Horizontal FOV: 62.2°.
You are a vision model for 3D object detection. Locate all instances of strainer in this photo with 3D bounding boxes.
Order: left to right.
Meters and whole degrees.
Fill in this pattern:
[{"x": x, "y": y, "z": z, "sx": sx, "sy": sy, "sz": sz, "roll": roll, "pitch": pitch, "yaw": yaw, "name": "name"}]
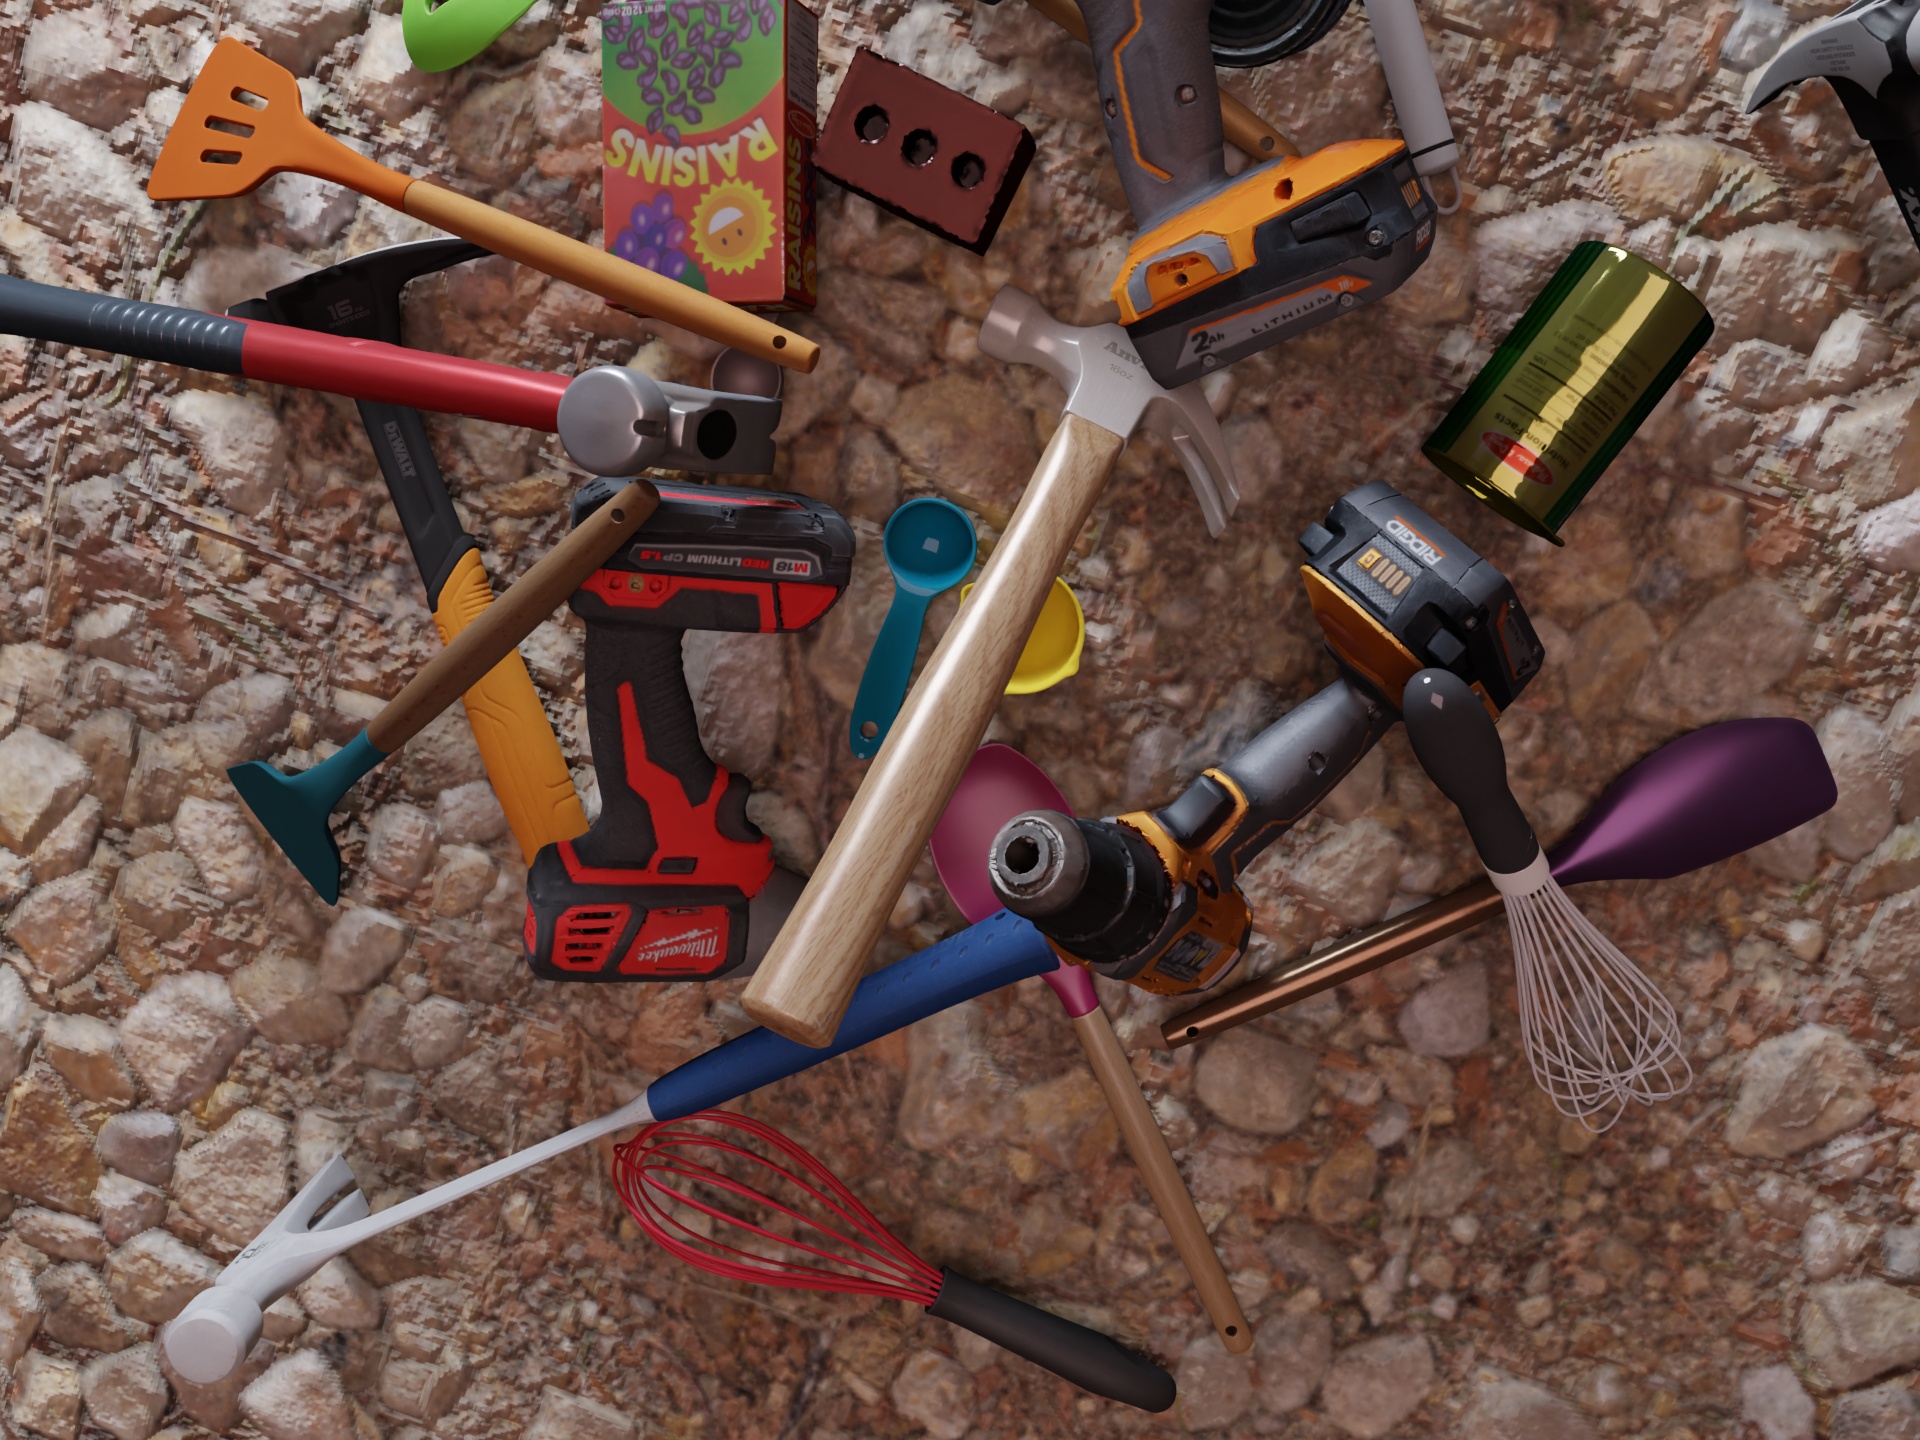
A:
[{"x": 0.163, "y": -0.332, "z": 0.641, "sx": 0.087, "sy": 0.050, "sz": 0.258, "roll": -22, "pitch": 101, "yaw": -6, "name": "strainer"}]

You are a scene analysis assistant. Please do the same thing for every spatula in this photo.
[{"x": -0.226, "y": -0.011, "z": 0.676, "sx": 0.317, "sy": 0.044, "sz": 0.082, "roll": -34, "pitch": 94, "yaw": 29, "name": "spatula"}, {"x": -0.204, "y": -0.208, "z": 0.668, "sx": 0.322, "sy": 0.041, "sz": 0.081, "roll": 24, "pitch": 87, "yaw": 7, "name": "spatula"}, {"x": 0.235, "y": 0.079, "z": 0.717, "sx": 0.316, "sy": 0.018, "sz": 0.060, "roll": -26, "pitch": 96, "yaw": 8, "name": "spatula"}]

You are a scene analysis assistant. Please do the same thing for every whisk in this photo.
[{"x": -0.029, "y": 0.262, "z": 0.756, "sx": 0.296, "sy": 0.073, "sz": 0.073, "roll": 26, "pitch": 101, "yaw": -5, "name": "whisk"}, {"x": 0.235, "y": 0.077, "z": 0.645, "sx": 0.070, "sy": 0.070, "sz": 0.284, "roll": -30, "pitch": 125, "yaw": 9, "name": "whisk"}]

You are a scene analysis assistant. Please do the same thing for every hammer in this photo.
[{"x": -0.266, "y": -0.149, "z": 0.658, "sx": 0.386, "sy": 0.143, "sz": 0.038, "roll": 13, "pitch": 101, "yaw": 16, "name": "hammer"}, {"x": -0.216, "y": -0.046, "z": 0.727, "sx": 0.127, "sy": 0.034, "sz": 0.337, "roll": -17, "pitch": 98, "yaw": 9, "name": "hammer"}, {"x": -0.147, "y": 0.174, "z": 0.721, "sx": 0.405, "sy": 0.144, "sz": 0.035, "roll": -24, "pitch": 99, "yaw": 3, "name": "hammer"}, {"x": 0.010, "y": -0.025, "z": 0.620, "sx": 0.130, "sy": 0.031, "sz": 0.331, "roll": 25, "pitch": 66, "yaw": 3, "name": "hammer"}, {"x": 0.413, "y": -0.130, "z": 0.627, "sx": 0.035, "sy": 0.146, "sz": 0.334, "roll": -31, "pitch": 107, "yaw": 10, "name": "hammer"}]

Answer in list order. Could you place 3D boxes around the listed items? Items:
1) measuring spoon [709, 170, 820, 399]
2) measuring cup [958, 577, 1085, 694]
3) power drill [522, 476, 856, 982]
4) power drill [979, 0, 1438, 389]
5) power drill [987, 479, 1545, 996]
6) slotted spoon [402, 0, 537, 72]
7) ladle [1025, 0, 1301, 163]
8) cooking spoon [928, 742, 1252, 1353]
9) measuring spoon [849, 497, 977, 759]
[{"x": -0.080, "y": -0.193, "z": 0.701, "sx": 0.034, "sy": 0.018, "sz": 0.124, "roll": 17, "pitch": 95, "yaw": 15, "name": "measuring spoon"}, {"x": -0.001, "y": -0.002, "z": 0.718, "sx": 0.062, "sy": 0.029, "sz": 0.156, "roll": 36, "pitch": 102, "yaw": -1, "name": "measuring cup"}, {"x": -0.111, "y": 0.011, "z": 0.696, "sx": 0.143, "sy": 0.079, "sz": 0.219, "roll": 3, "pitch": 105, "yaw": -19, "name": "power drill"}, {"x": 0.096, "y": -0.259, "z": 0.599, "sx": 0.164, "sy": 0.084, "sz": 0.226, "roll": -19, "pitch": 106, "yaw": 34, "name": "power drill"}, {"x": 0.117, "y": 0.014, "z": 0.637, "sx": 0.226, "sy": 0.185, "sz": 0.084, "roll": -47, "pitch": 59, "yaw": 8, "name": "power drill"}, {"x": -0.095, "y": -0.335, "z": 0.642, "sx": 0.314, "sy": 0.031, "sz": 0.070, "roll": -14, "pitch": 64, "yaw": 13, "name": "slotted spoon"}, {"x": 0.012, "y": -0.324, "z": 0.661, "sx": 0.315, "sy": 0.031, "sz": 0.069, "roll": 34, "pitch": 112, "yaw": -4, "name": "ladle"}, {"x": 0.068, "y": 0.158, "z": 0.746, "sx": 0.069, "sy": 0.017, "sz": 0.319, "roll": -24, "pitch": 97, "yaw": 4, "name": "cooking spoon"}, {"x": -0.026, "y": -0.042, "z": 0.723, "sx": 0.042, "sy": 0.021, "sz": 0.128, "roll": 20, "pitch": 110, "yaw": 2, "name": "measuring spoon"}]
